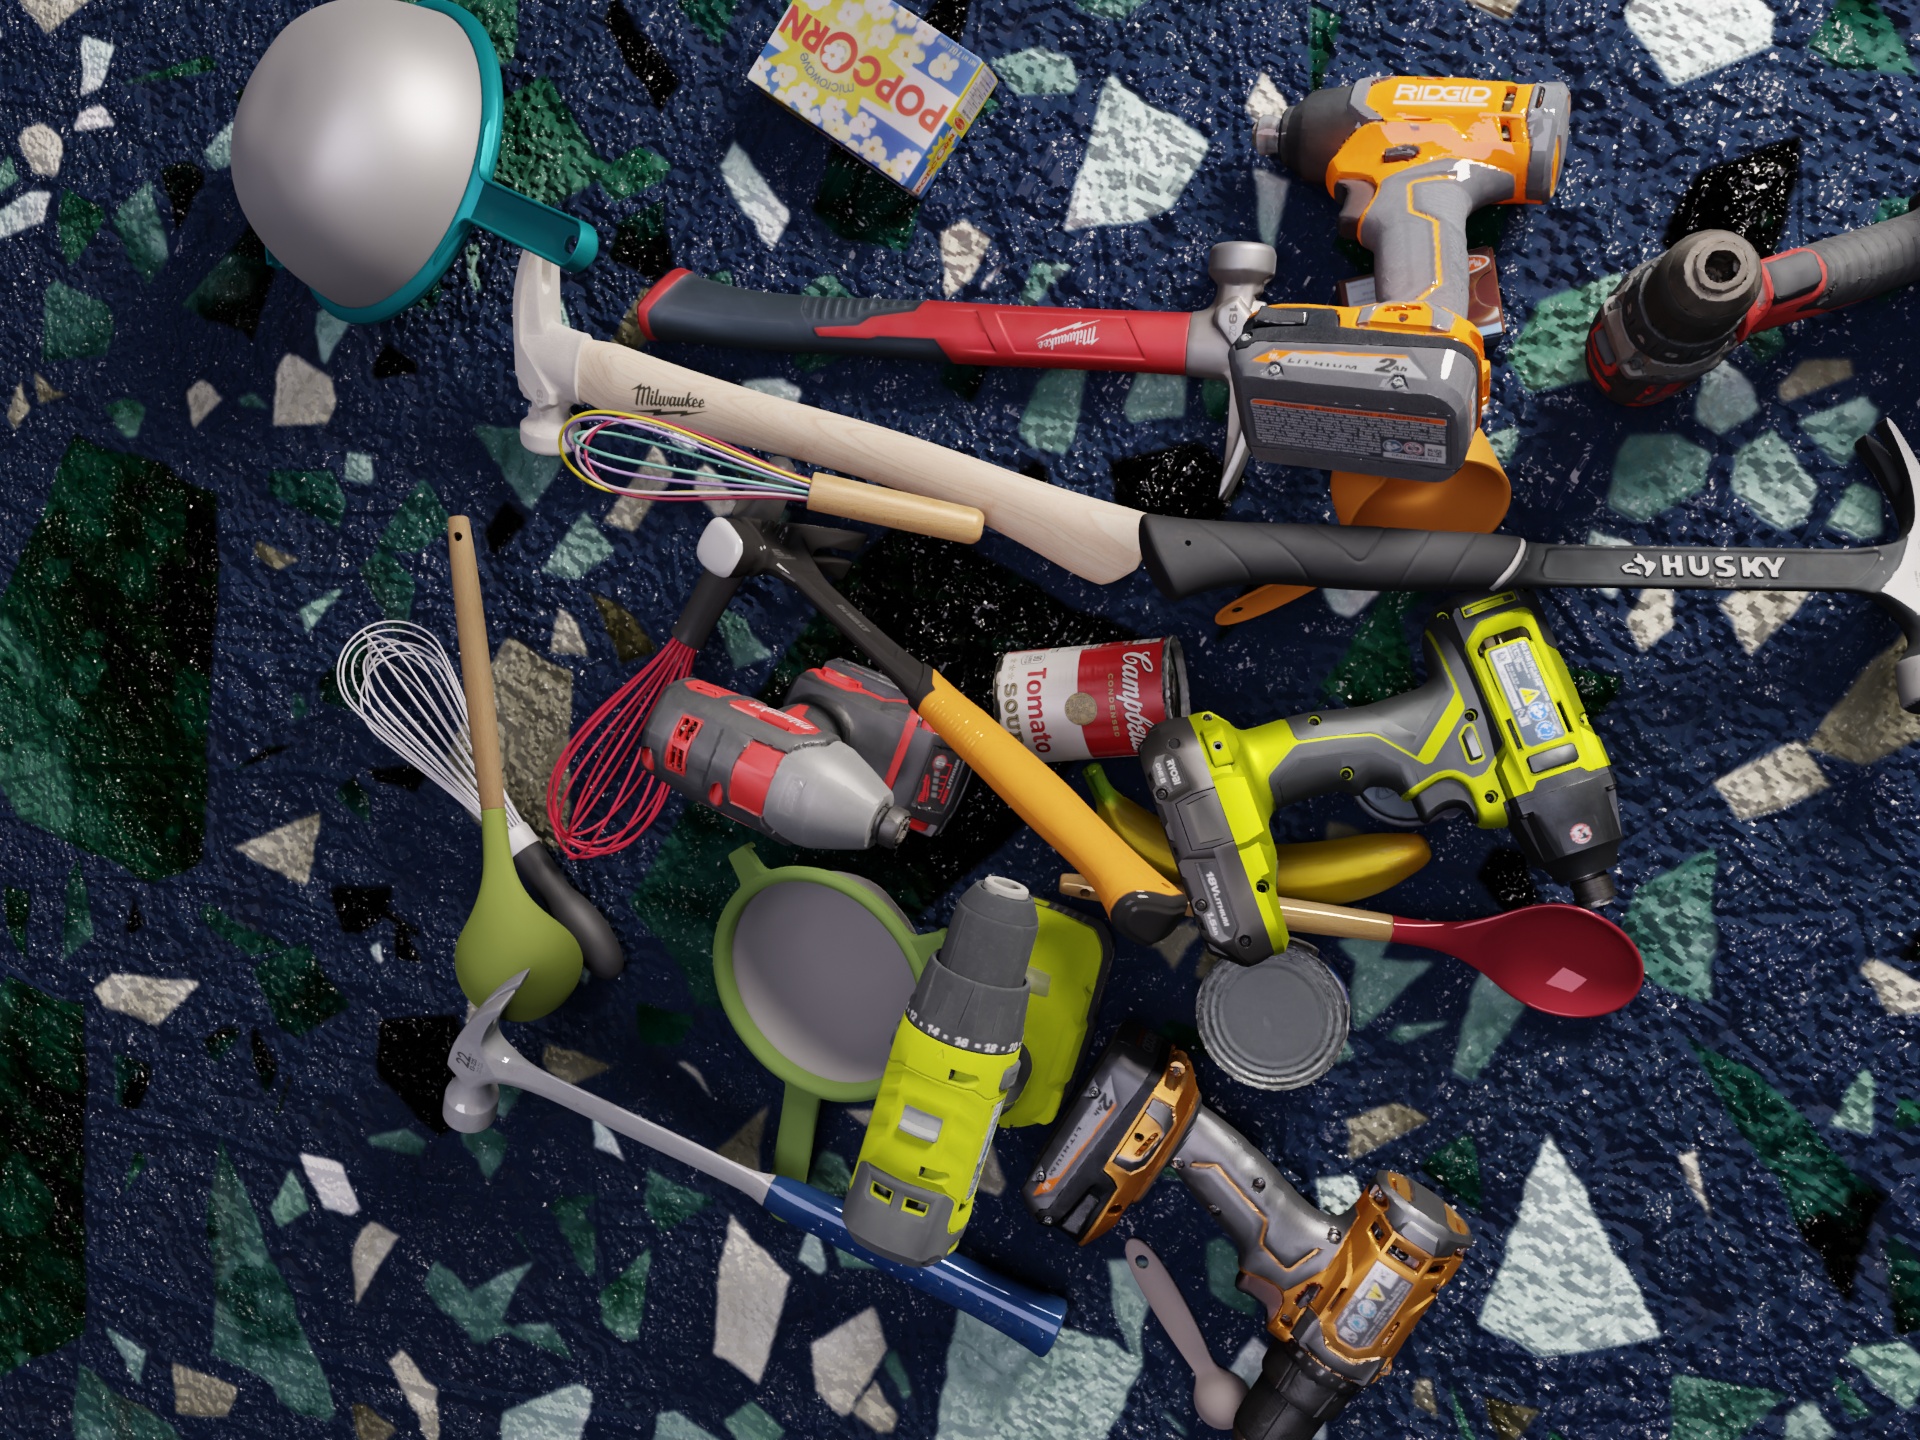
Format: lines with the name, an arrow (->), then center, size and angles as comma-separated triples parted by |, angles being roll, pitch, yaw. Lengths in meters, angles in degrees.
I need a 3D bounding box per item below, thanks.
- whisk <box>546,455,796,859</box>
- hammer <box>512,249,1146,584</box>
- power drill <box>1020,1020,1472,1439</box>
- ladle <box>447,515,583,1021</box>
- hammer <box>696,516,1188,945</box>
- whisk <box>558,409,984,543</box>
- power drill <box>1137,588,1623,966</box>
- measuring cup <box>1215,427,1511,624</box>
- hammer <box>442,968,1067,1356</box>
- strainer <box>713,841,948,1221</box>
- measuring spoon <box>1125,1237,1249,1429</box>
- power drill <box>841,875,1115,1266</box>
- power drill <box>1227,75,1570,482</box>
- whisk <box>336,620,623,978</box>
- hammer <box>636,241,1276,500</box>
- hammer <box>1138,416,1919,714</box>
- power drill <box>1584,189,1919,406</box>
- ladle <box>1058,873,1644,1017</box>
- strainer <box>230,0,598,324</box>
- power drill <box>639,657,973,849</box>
whisk -> -0.176, -0.034, 0.980 | 0.073, 0.073, 0.295 | 35, 107, 12
hammer -> -0.082, -0.176, 0.947 | 0.411, 0.038, 0.146 | 19, 128, 11
power drill -> 0.147, 0.302, 0.908 | 0.226, 0.084, 0.185 | 32, 100, 8
ladle -> -0.295, 0.030, 1.004 | 0.078, 0.062, 0.320 | -8, 85, -1
hammer -> -0.001, -0.003, 0.867 | 0.337, 0.127, 0.034 | 44, 115, 26
whisk -> -0.108, -0.134, 0.909 | 0.245, 0.051, 0.047 | 12, 100, -5
power drill -> 0.219, 0.041, 0.828 | 0.223, 0.080, 0.171 | -19, 78, 6
measuring cup -> 0.210, -0.109, 0.871 | 0.173, 0.095, 0.052 | -28, 51, 28
hammer -> -0.125, 0.278, 0.964 | 0.405, 0.035, 0.144 | 25, 130, 3
strainer -> -0.080, 0.196, 0.985 | 0.151, 0.069, 0.256 | 21, 116, 20
measuring spoon -> 0.131, 0.366, 0.946 | 0.034, 0.018, 0.124 | -32, 83, 16
power drill -> 0.018, 0.165, 0.859 | 0.080, 0.228, 0.190 | 19, 98, 15
power drill -> 0.210, -0.241, 0.822 | 0.164, 0.084, 0.227 | 12, 66, 23
whisk -> -0.308, 0.053, 1.043 | 0.070, 0.070, 0.284 | -38, 87, 15
hammer -> -0.014, -0.216, 0.949 | 0.386, 0.038, 0.143 | 7, 96, 16
hammer -> 0.294, -0.083, 0.796 | 0.409, 0.036, 0.149 | 2, 74, 0
power drill -> 0.417, -0.219, 0.747 | 0.226, 0.188, 0.080 | -18, 87, 12
ladle -> 0.211, 0.113, 0.878 | 0.315, 0.031, 0.069 | 8, 115, 6
strainer -> -0.342, -0.334, 0.947 | 0.341, 0.095, 0.211 | 32, 102, 37
power drill -> -0.068, 0.023, 0.882 | 0.143, 0.219, 0.078 | 23, 99, 14
